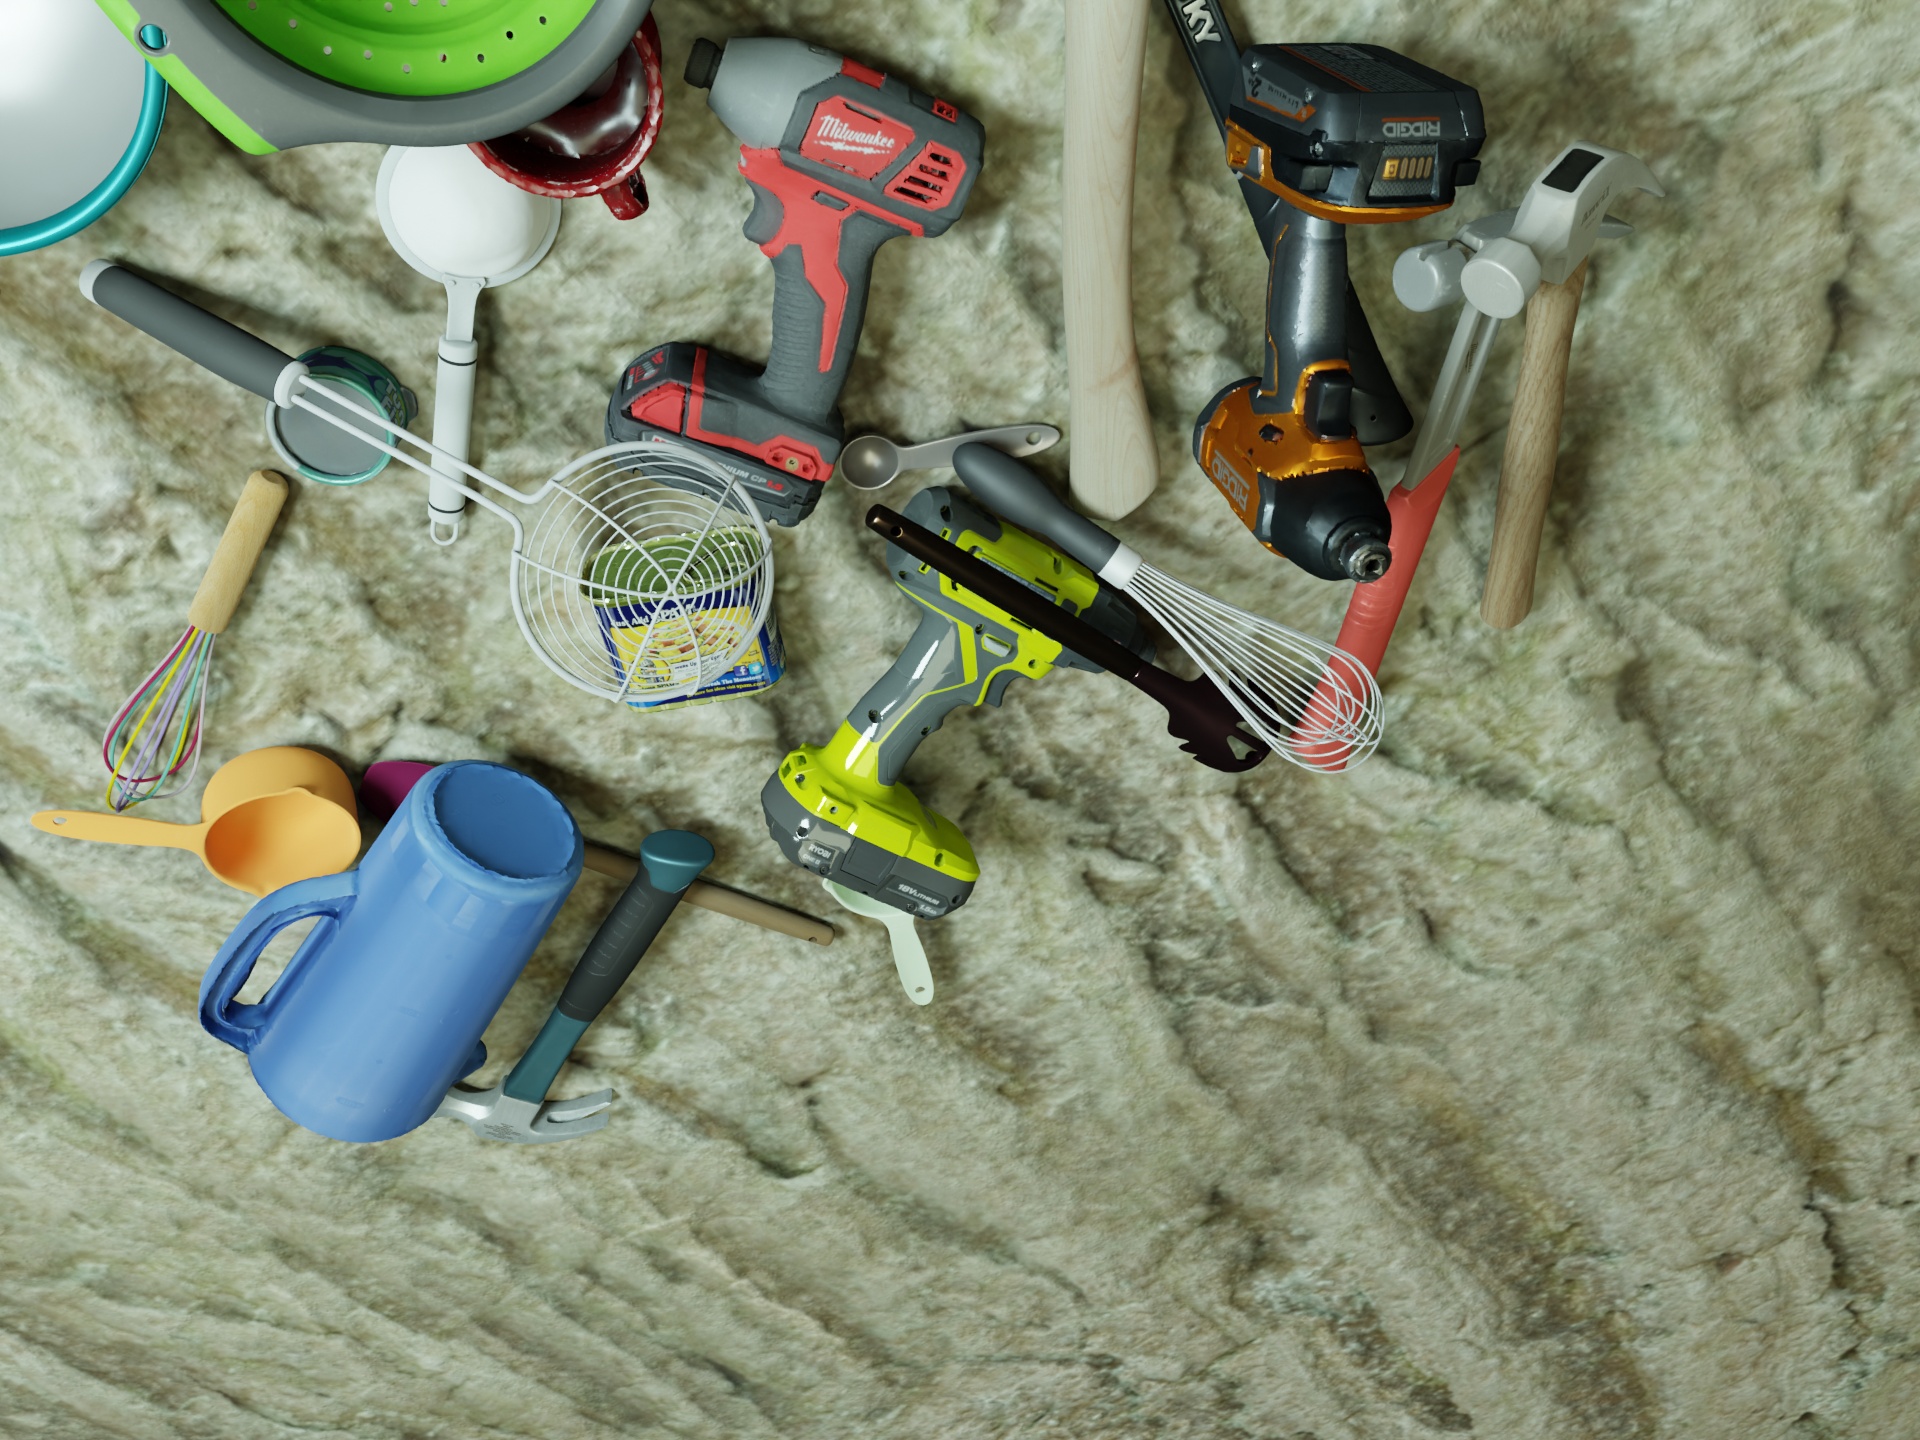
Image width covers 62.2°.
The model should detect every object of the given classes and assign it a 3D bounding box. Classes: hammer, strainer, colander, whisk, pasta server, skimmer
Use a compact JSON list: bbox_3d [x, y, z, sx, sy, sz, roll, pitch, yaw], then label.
[{"bbox_3d":[-0.254,0.186,1.070,0.128,0.033,0.331,23,125,-21],"label":"hammer"},{"bbox_3d":[-0.252,-0.195,0.806,0.086,0.050,0.258,0,131,-23],"label":"strainer"},{"bbox_3d":[0.057,-0.266,0.751,0.146,0.038,0.410,3,135,7],"label":"hammer"},{"bbox_3d":[-0.148,-0.378,0.590,0.397,0.095,0.204,-36,130,2],"label":"colander"},{"bbox_3d":[-0.386,-0.347,0.648,0.340,0.095,0.210,-36,124,17],"label":"strainer"},{"bbox_3d":[0.115,-0.067,0.872,0.284,0.070,0.070,35,118,-4],"label":"whisk"},{"bbox_3d":[0.072,-0.043,0.881,0.316,0.040,0.060,28,100,-31],"label":"pasta server"},{"bbox_3d":[-0.433,-0.041,0.903,0.047,0.051,0.245,4,129,-51],"label":"whisk"},{"bbox_3d":[0.139,-0.298,0.771,0.149,0.036,0.408,-27,124,13],"label":"hammer"},{"bbox_3d":[-0.264,-0.131,0.783,0.363,0.090,0.127,28,93,9],"label":"skimmer"},{"bbox_3d":[0.257,-0.113,0.897,0.149,0.037,0.358,-21,139,-29],"label":"hammer"},{"bbox_3d":[0.298,-0.154,0.821,0.130,0.031,0.331,-48,151,-16],"label":"hammer"}]

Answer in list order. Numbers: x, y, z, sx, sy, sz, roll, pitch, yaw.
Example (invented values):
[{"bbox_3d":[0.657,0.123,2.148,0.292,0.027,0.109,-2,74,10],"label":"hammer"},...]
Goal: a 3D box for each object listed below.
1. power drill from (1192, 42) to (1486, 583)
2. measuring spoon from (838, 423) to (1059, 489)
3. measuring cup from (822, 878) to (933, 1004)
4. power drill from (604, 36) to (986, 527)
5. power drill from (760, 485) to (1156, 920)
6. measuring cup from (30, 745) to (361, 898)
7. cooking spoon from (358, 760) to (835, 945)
[{"bbox_3d":[0.171,-0.181,0.738,0.084,0.164,0.226,-6,124,-12],"label":"power drill"},{"bbox_3d":[-0.007,-0.152,0.877,0.124,0.018,0.034,-9,131,-7],"label":"measuring spoon"},{"bbox_3d":[-0.041,0.122,1.057,0.083,0.038,0.167,-11,128,2],"label":"measuring cup"},{"bbox_3d":[-0.093,-0.218,0.782,0.143,0.079,0.219,19,119,-18],"label":"power drill"},{"bbox_3d":[-0.001,-0.003,0.926,0.171,0.080,0.223,26,105,-24],"label":"power drill"},{"bbox_3d":[-0.444,0.051,0.933,0.173,0.052,0.095,9,128,-30],"label":"measuring cup"},{"bbox_3d":[-0.227,0.092,1.027,0.318,0.017,0.068,22,126,-19],"label":"cooking spoon"}]
